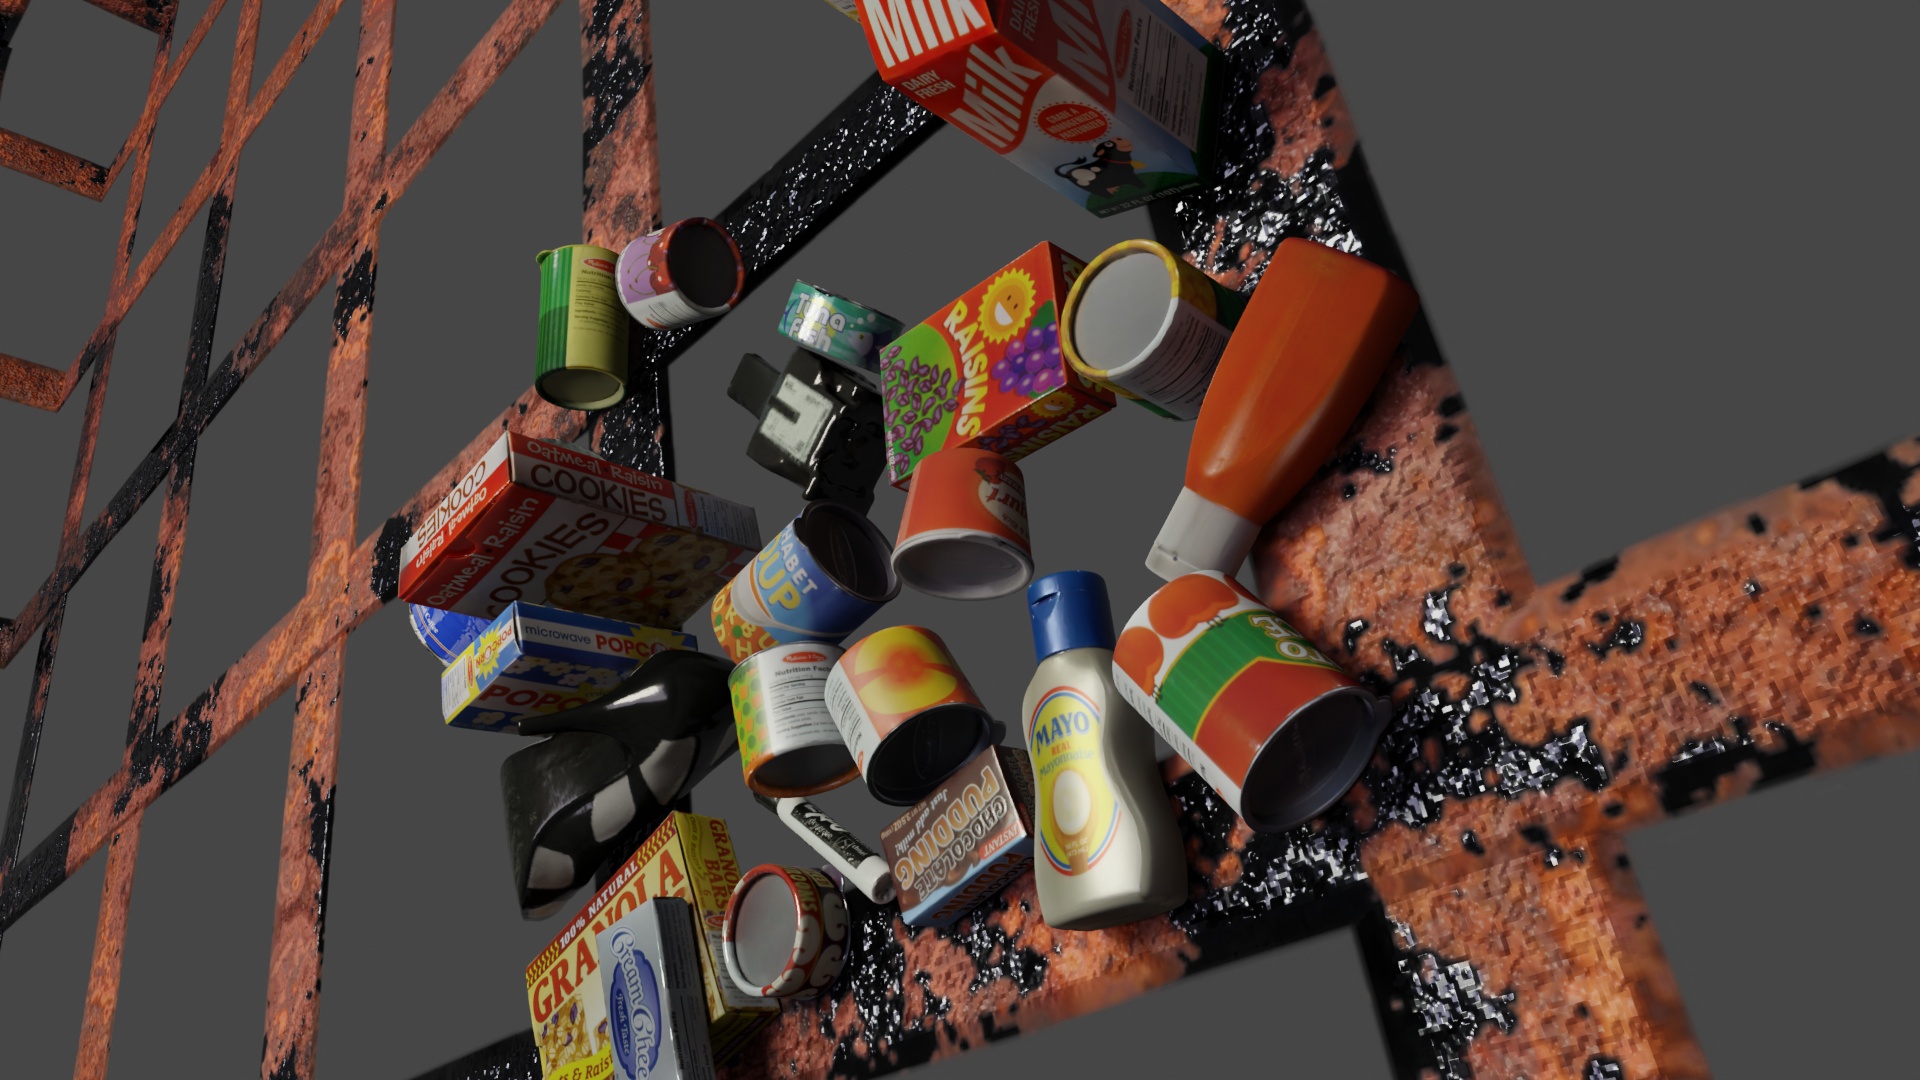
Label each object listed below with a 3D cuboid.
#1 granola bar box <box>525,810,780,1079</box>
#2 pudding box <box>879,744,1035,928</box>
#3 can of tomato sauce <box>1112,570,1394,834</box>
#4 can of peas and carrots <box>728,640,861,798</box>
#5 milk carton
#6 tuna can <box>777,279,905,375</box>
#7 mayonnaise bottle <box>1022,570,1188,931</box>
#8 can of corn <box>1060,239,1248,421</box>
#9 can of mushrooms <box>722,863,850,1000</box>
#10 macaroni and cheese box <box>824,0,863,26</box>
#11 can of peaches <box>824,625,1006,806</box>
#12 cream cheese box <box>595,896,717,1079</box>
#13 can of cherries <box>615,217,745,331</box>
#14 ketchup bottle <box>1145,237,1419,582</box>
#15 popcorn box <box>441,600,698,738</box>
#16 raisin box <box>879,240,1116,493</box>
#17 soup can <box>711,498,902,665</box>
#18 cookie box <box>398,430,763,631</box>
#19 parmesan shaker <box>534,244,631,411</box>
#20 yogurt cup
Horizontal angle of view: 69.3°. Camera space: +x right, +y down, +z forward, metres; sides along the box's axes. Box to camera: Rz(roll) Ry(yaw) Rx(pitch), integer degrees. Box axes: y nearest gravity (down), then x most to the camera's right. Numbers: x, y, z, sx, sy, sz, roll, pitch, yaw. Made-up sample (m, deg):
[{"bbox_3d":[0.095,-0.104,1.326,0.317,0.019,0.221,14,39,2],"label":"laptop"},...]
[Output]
[{"bbox_3d":[-0.178,0.250,0.774,0.165,0.039,0.125,-47,47,23],"label":"granola bar box"},{"bbox_3d":[0.004,0.136,0.635,0.083,0.030,0.050,-42,50,28],"label":"pudding box"},{"bbox_3d":[0.109,0.058,0.530,0.071,0.071,0.083,-58,43,13],"label":"can of tomato sauce"},{"bbox_3d":[-0.083,0.094,0.717,0.070,0.071,0.059,-38,52,31],"label":"can of peas and carrots"},{"bbox_3d":[0.033,-0.222,0.623,0.072,0.190,0.073,-5,72,45],"label":"milk carton"},{"bbox_3d":[-0.068,-0.119,0.778,0.071,0.071,0.033,28,98,48],"label":"tuna can"},{"bbox_3d":[0.055,0.086,0.593,0.064,0.041,0.148,-30,56,38],"label":"mayonnaise bottle"},{"bbox_3d":[0.086,-0.094,0.618,0.071,0.058,0.071,-19,62,40],"label":"can of corn"},{"bbox_3d":[-0.088,0.196,0.706,0.071,0.033,0.071,-20,61,41],"label":"can of mushrooms"},{"bbox_3d":[-0.012,-0.319,0.726,0.040,0.166,0.124,6,80,48],"label":"macaroni and cheese box"},{"bbox_3d":[-0.023,0.082,0.660,0.071,0.071,0.058,-53,44,18],"label":"can of peaches"},{"bbox_3d":[-0.155,0.240,0.707,0.053,0.024,0.104,-38,53,27],"label":"cream cheese box"},{"bbox_3d":[-0.186,-0.180,0.927,0.058,0.071,0.071,-6,71,45],"label":"can of cherries"},{"bbox_3d":[0.125,-0.047,0.570,0.065,0.043,0.148,36,102,48],"label":"ketchup bottle"},{"bbox_3d":[-0.230,0.082,0.828,0.085,0.127,0.038,-40,53,30],"label":"popcorn box"},{"bbox_3d":[0.016,-0.082,0.701,0.123,0.040,0.086,-28,56,38],"label":"raisin box"},{"bbox_3d":[-0.085,0.027,0.739,0.083,0.071,0.071,-41,49,28],"label":"soup can"},{"bbox_3d":[-0.221,0.007,0.816,0.122,0.167,0.040,-39,51,30],"label":"cookie box"},{"bbox_3d":[-0.275,-0.154,1.006,0.071,0.071,0.103,-25,58,38],"label":"parmesan shaker"},{"bbox_3d":[0.002,-0.008,0.669,0.072,0.072,0.054,-23,52,39],"label":"yogurt cup"}]
